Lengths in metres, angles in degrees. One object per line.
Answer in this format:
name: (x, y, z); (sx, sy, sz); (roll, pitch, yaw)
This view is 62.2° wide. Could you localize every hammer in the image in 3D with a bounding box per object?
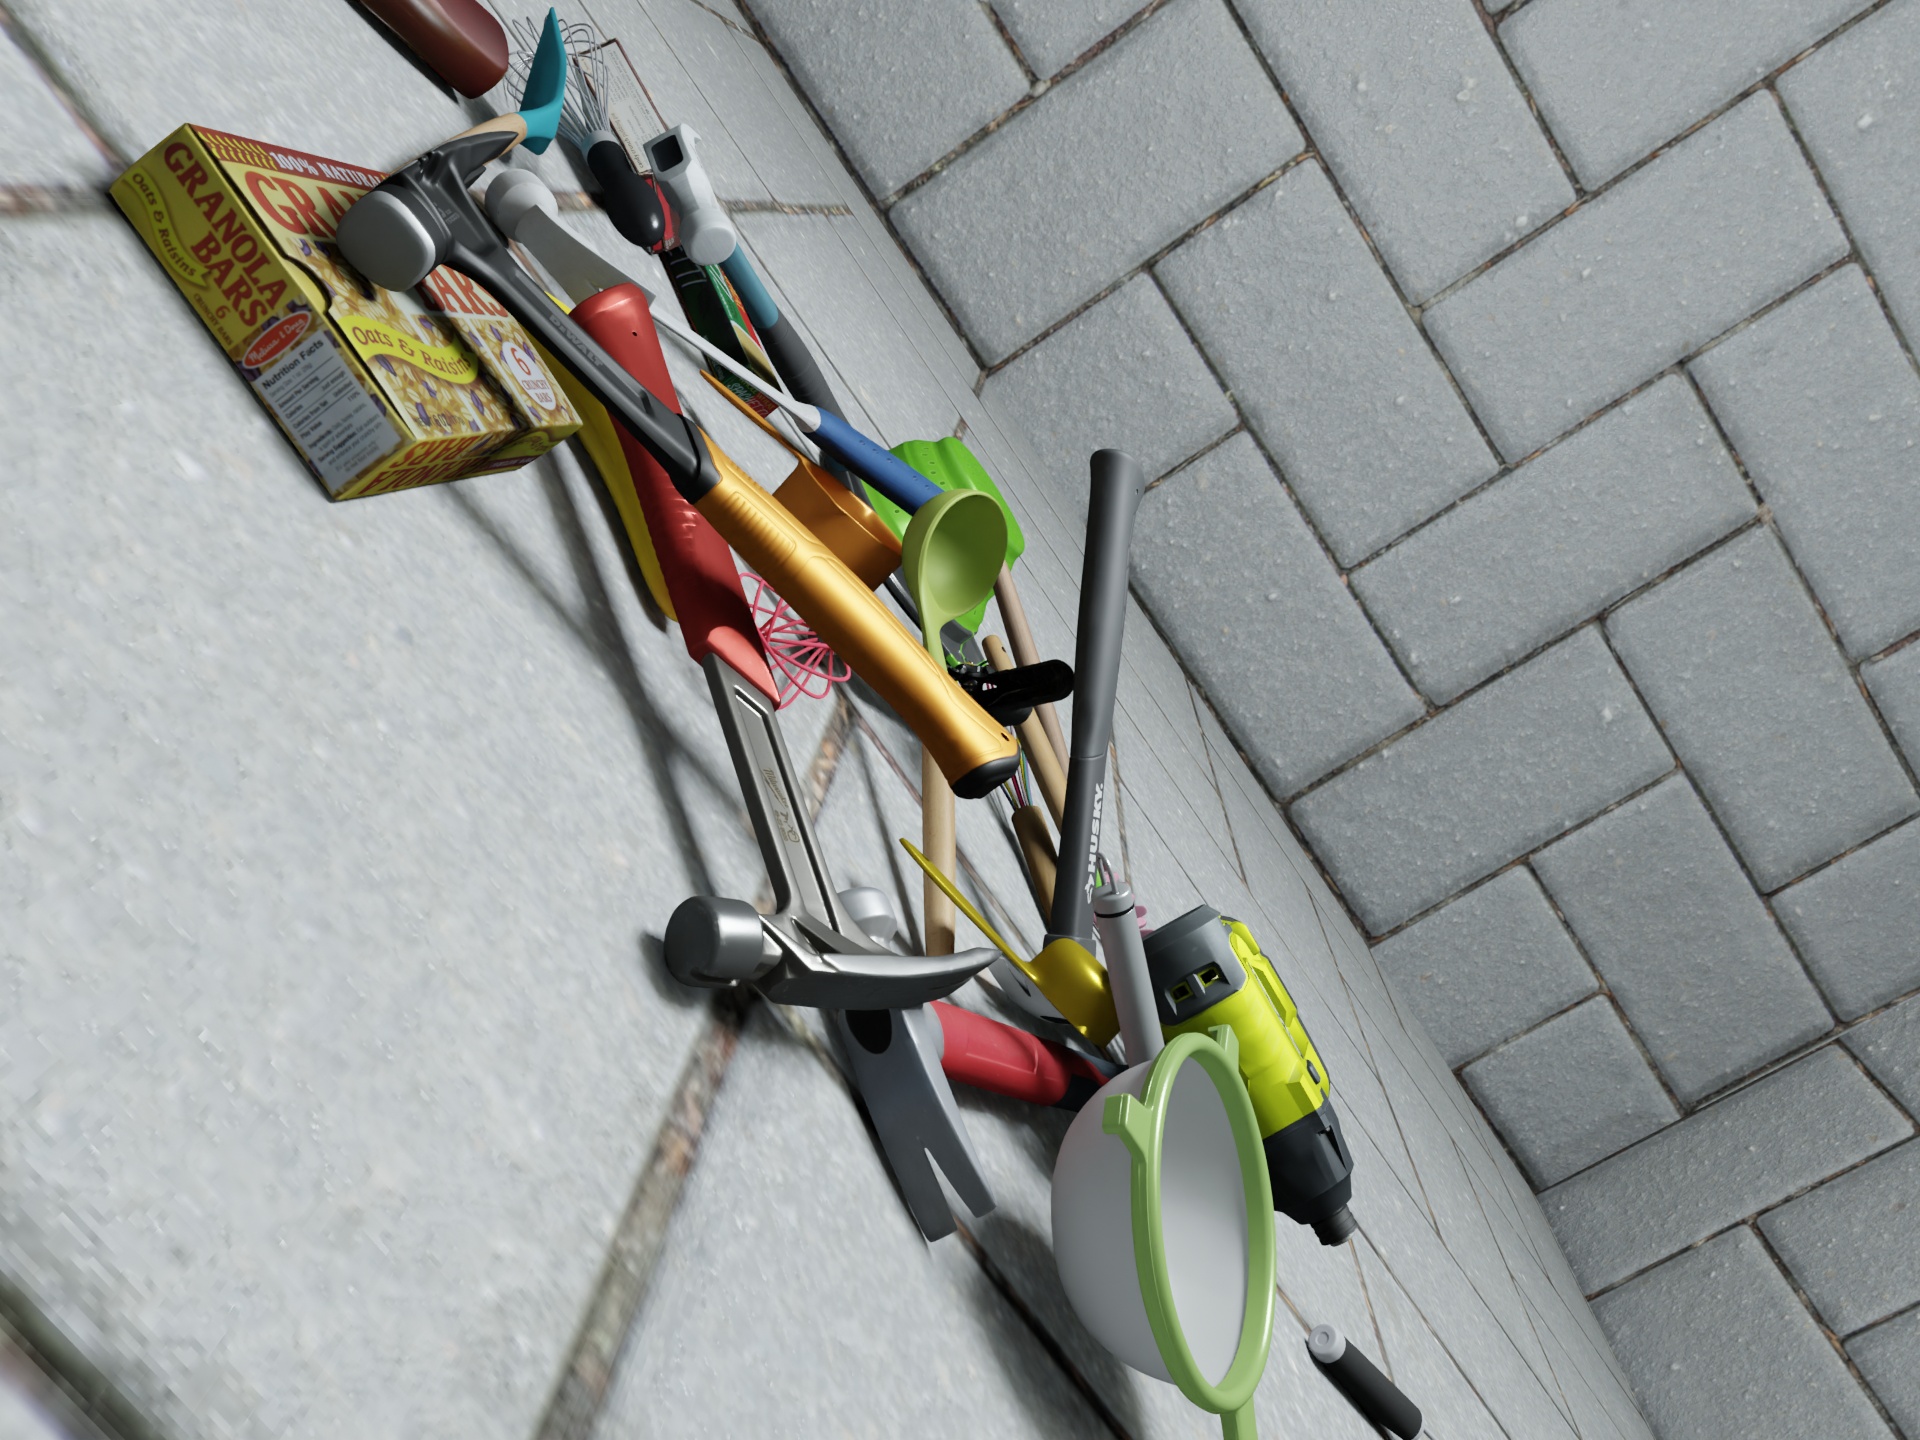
hammer: (-0.124, -0.259, 1.044); (0.128, 0.033, 0.330); (66, 4, 26)
hammer: (-0.096, -0.181, 0.947); (0.405, 0.035, 0.144); (28, 16, -49)
hammer: (-0.097, -0.046, 0.672); (0.149, 0.036, 0.359); (12, 46, -47)
hammer: (0.050, 0.189, 0.789); (0.386, 0.038, 0.143); (36, 26, -59)
hammer: (-0.092, -0.091, 0.643); (0.336, 0.034, 0.127); (46, 24, -21)
hammer: (0.073, 0.007, 0.918); (0.146, 0.035, 0.335); (23, 71, -62)

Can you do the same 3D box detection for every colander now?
colander: (-0.055, -0.227, 1.279); (0.397, 0.094, 0.204); (59, 13, 8)

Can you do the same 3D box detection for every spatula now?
spatula: (-0.253, -0.309, 0.833); (0.044, 0.082, 0.318); (24, 29, -9)

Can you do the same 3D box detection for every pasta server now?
pasta server: (0.077, 0.022, 1.150); (0.060, 0.040, 0.316); (-128, -160, -87)

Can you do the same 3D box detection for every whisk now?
whisk: (-0.225, -0.357, 0.961); (0.070, 0.070, 0.285); (44, 12, -47)
whisk: (0.043, 0.048, 1.104); (0.047, 0.051, 0.245); (51, 16, -50)
whisk: (-0.075, -0.047, 0.860); (0.073, 0.073, 0.296); (57, 6, 0)

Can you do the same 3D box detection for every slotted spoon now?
slotted spoon: (0.077, 0.078, 1.054); (0.070, 0.031, 0.314); (18, 45, -59)

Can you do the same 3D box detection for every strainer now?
strainer: (0.091, 0.181, 0.759); (0.087, 0.050, 0.258); (-133, -152, -72)
strainer: (0.087, 0.262, 0.669); (0.151, 0.069, 0.256); (-4, 85, -64)

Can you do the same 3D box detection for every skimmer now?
skimmer: (0.359, 0.504, 1.072); (0.363, 0.090, 0.127); (48, 47, -27)

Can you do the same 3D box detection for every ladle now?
ladle: (-0.001, -0.003, 0.871); (0.078, 0.062, 0.320); (60, 22, -48)

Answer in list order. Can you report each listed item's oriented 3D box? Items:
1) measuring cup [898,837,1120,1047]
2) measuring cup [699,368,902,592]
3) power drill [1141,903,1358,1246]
measuring cup: (0.030, 0.102, 0.781); (0.156, 0.029, 0.062); (46, 2, -21)
measuring cup: (-0.111, -0.141, 0.976); (0.173, 0.052, 0.095); (43, 11, 4)
power drill: (0.153, 0.182, 0.858); (0.171, 0.080, 0.223); (61, 5, 7)
